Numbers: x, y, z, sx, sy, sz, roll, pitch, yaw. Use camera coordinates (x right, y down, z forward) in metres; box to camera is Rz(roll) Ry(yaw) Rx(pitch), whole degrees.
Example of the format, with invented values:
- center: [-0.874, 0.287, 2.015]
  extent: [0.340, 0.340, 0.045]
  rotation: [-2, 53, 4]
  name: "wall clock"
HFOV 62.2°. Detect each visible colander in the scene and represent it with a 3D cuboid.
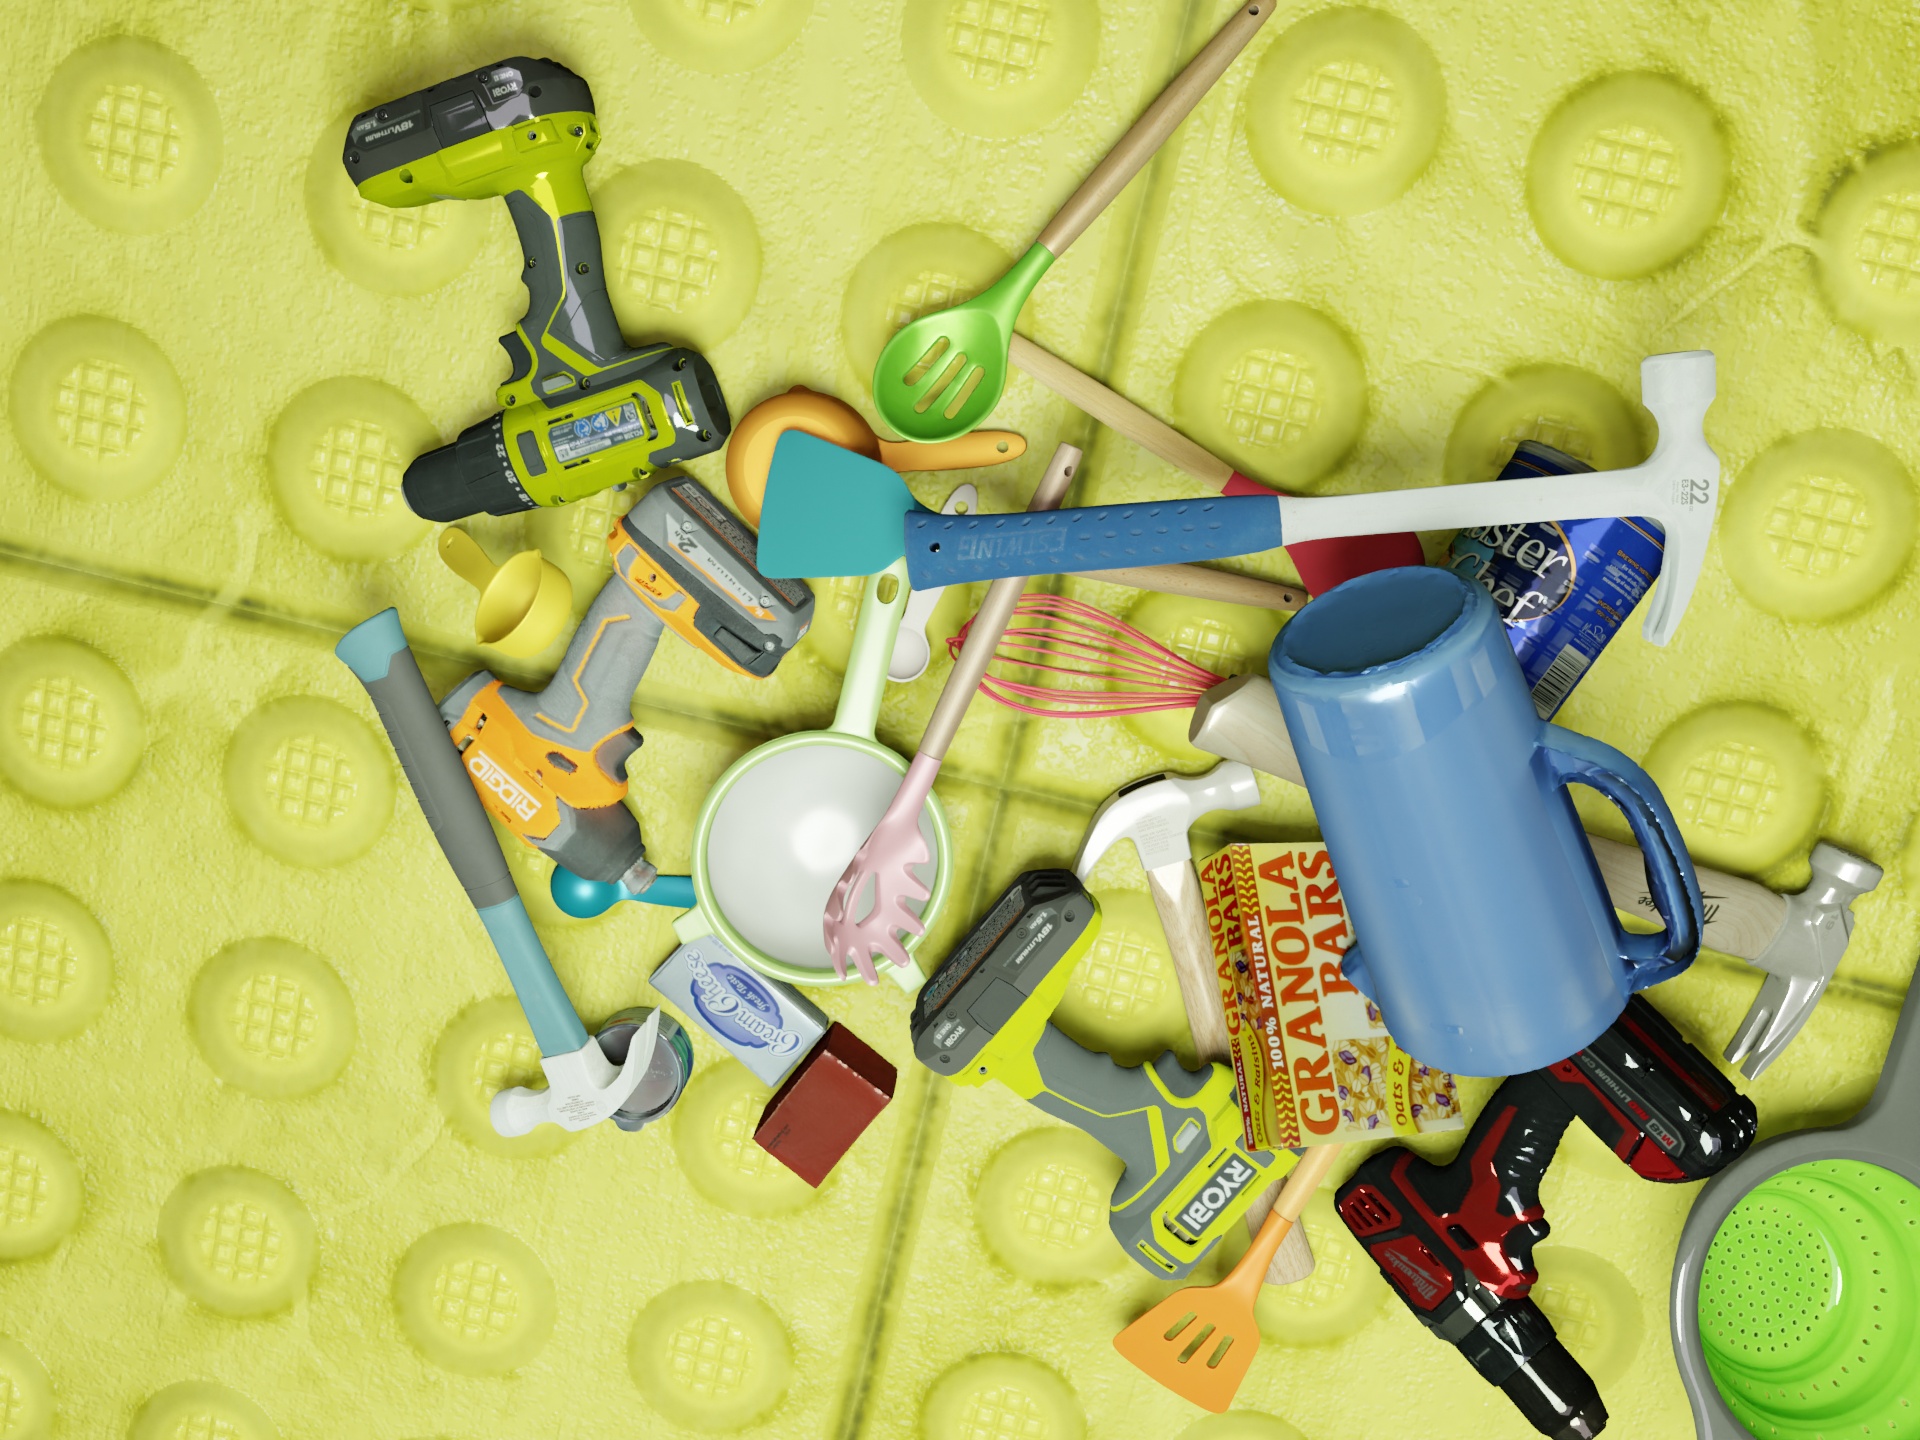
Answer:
- center: [0.525, 0.263, 0.942]
  extent: [0.204, 0.094, 0.397]
  rotation: [23, 83, -1]
  name: "colander"

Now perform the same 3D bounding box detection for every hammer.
- center: [0.318, 0.078, 0.911]
  extent: [0.410, 0.038, 0.146]
  rotation: [21, 102, -8]
  name: "hammer"
- center: [-0.276, 0.093, 0.922]
  extent: [0.128, 0.033, 0.331]
  rotation: [-15, 107, 20]
  name: "hammer"
- center: [0.174, -0.097, 0.812]
  extent: [0.405, 0.035, 0.144]
  rotation: [-4, 99, 6]
  name: "hammer"
- center: [0.155, 0.192, 0.970]
  extent: [0.130, 0.031, 0.331]
  rotation: [-16, 99, 6]
  name: "hammer"

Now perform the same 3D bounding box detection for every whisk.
- center: [0.136, -0.020, 0.921]
  extent: [0.296, 0.073, 0.073]
  rotation: [11, 101, -4]
  name: "whisk"

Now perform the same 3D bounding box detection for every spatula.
- center: [0.048, -0.095, 0.897]
  extent: [0.317, 0.044, 0.082]
  rotation: [9, 92, -15]
  name: "spatula"
- center: [0.205, 0.273, 0.955]
  extent: [0.081, 0.041, 0.322]
  rotation: [31, 93, 5]
  name: "spatula"

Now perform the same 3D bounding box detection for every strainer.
- center: [-0.069, 0.025, 0.935]
  extent: [0.151, 0.069, 0.256]
  rotation: [13, 95, -5]
  name: "strainer"

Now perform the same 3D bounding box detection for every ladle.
- center: [0.131, -0.152, 0.911]
  extent: [0.315, 0.031, 0.069]
  rotation: [31, 93, -1]
  name: "ladle"

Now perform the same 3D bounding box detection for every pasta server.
- center: [-0.001, -0.003, 0.870]
  extent: [0.060, 0.040, 0.316]
  rotation: [18, 102, -38]
  name: "pasta server"

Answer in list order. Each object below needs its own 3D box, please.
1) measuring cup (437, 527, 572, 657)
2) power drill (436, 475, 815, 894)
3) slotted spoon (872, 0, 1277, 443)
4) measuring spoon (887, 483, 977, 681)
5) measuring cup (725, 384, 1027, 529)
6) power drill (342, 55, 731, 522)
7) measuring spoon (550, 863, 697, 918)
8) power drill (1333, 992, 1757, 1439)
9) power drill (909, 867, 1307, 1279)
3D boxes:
- center: [-0.262, -0.079, 0.903]
  extent: [0.029, 0.157, 0.062]
  rotation: [32, 91, -40]
  name: "measuring cup"
- center: [-0.190, -0.012, 0.930]
  extent: [0.164, 0.084, 0.226]
  rotation: [44, 104, -5]
  name: "power drill"
- center: [0.066, -0.278, 0.880]
  extent: [0.070, 0.031, 0.314]
  rotation: [42, 94, 3]
  name: "slotted spoon"
- center: [-0.017, -0.081, 0.941]
  extent: [0.034, 0.018, 0.124]
  rotation: [23, 94, 4]
  name: "measuring spoon"
- center: [-0.049, -0.148, 0.907]
  extent: [0.173, 0.052, 0.095]
  rotation: [-5, 100, 6]
  name: "measuring cup"
- center: [-0.253, -0.231, 0.894]
  extent: [0.190, 0.080, 0.228]
  rotation: [-16, 101, 9]
  name: "power drill"
- center: [-0.192, 0.107, 0.978]
  extent: [0.128, 0.021, 0.042]
  rotation: [3, 101, 4]
  name: "measuring spoon"
- center: [0.339, 0.278, 0.896]
  extent: [0.188, 0.080, 0.226]
  rotation: [49, 120, 28]
  name: "power drill"
- center: [0.097, 0.195, 0.921]
  extent: [0.223, 0.080, 0.171]
  rotation: [40, 95, -8]
  name: "power drill"
